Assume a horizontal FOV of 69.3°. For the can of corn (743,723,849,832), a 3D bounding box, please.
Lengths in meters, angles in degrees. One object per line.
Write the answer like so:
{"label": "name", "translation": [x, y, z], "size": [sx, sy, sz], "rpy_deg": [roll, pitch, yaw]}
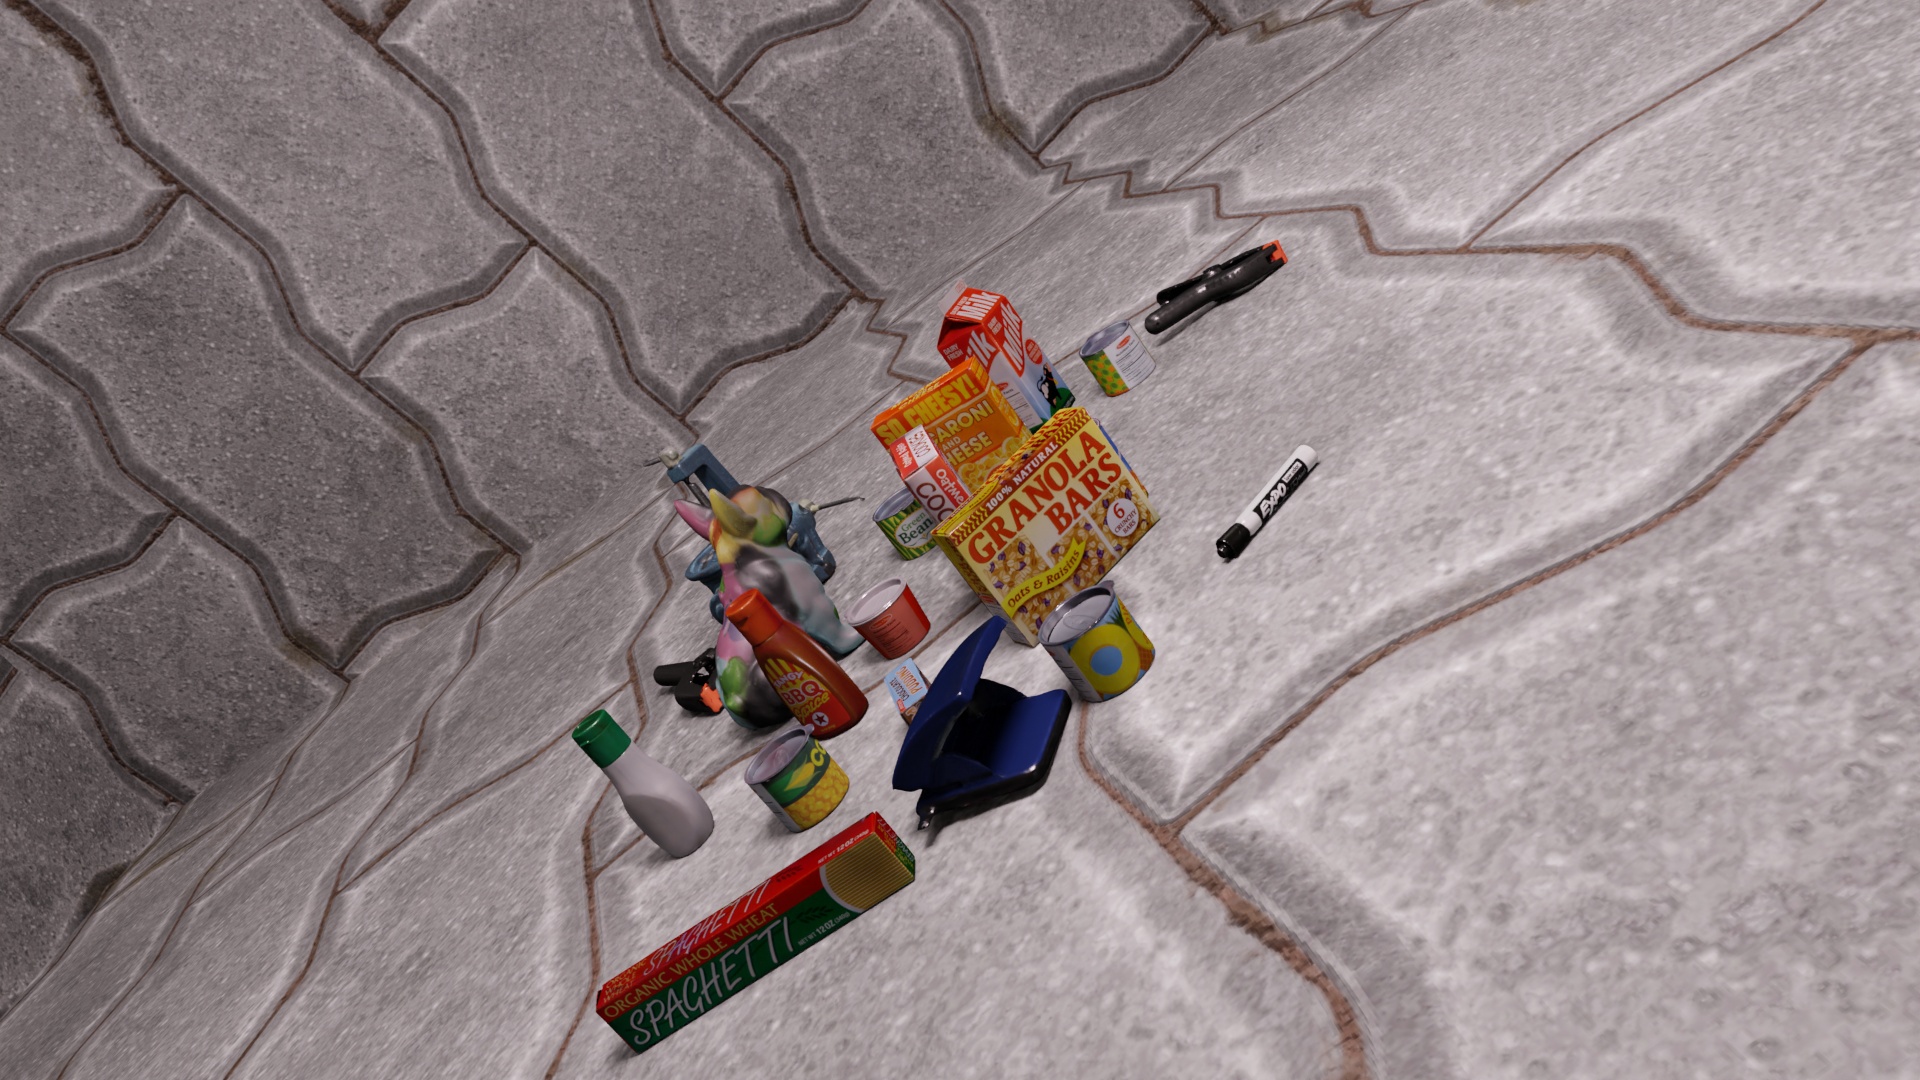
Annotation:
{"label": "can of corn", "translation": [-0.132, 0.194, 1.138], "size": [0.071, 0.058, 0.071], "rpy_deg": [-33, 19, 13]}

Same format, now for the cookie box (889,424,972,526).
{"label": "cookie box", "translation": [0.004, -0.015, 1.223], "size": [0.040, 0.167, 0.123], "rpy_deg": [-36, 18, 3]}

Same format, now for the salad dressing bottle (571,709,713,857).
{"label": "salad dressing bottle", "translation": [-0.279, 0.212, 1.221], "size": [0.064, 0.147, 0.044], "rpy_deg": [-27, 21, 30]}

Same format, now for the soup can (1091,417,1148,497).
{"label": "soup can", "translation": [0.119, -0.055, 1.244], "size": [0.071, 0.083, 0.071], "rpy_deg": [-33, 19, 13]}

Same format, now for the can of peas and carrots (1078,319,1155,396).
{"label": "can of peas and carrots", "translation": [0.173, -0.201, 1.538], "size": [0.071, 0.058, 0.071], "rpy_deg": [-33, 19, 13]}

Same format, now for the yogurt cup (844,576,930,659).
{"label": "yogurt cup", "translation": [-0.065, 0.075, 1.312], "size": [0.072, 0.054, 0.073], "rpy_deg": [-33, 19, 13]}

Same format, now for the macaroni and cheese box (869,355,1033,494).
{"label": "macaroni and cheese box", "translation": [0.009, -0.083, 1.378], "size": [0.123, 0.166, 0.040], "rpy_deg": [-30, 20, 22]}

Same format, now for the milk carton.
{"label": "milk carton", "translation": [0.042, -0.205, 1.575], "size": [0.073, 0.190, 0.073], "rpy_deg": [-23, 23, 37]}

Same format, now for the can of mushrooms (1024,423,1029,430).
{"label": "can of mushrooms", "translation": [0.055, -0.097, 1.539], "size": [0.071, 0.033, 0.071], "rpy_deg": [-33, 19, 13]}

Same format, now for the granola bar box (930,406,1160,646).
{"label": "granola bar box", "translation": [0.073, -0.013, 1.161], "size": [0.166, 0.124, 0.039], "rpy_deg": [-44, 19, -20]}

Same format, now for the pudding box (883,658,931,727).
{"label": "pudding box", "translation": [-0.032, 0.133, 1.118], "size": [0.030, 0.049, 0.084], "rpy_deg": [-37, 18, 0]}

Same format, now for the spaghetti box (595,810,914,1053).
{"label": "spaghetti box", "translation": [-0.146, 0.277, 0.977], "size": [0.250, 0.050, 0.029], "rpy_deg": [-34, 18, 9]}

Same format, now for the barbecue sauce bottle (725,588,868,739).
{"label": "barbecue sauce bottle", "translation": [-0.149, 0.108, 1.233], "size": [0.064, 0.148, 0.044], "rpy_deg": [-26, 21, 31]}

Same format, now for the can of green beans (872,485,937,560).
{"label": "can of green beans", "translation": [-0.053, -0.021, 1.513], "size": [0.071, 0.057, 0.071], "rpy_deg": [-33, 19, 13]}

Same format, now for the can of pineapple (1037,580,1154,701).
{"label": "can of pineapple", "translation": [0.101, 0.073, 1.009], "size": [0.071, 0.057, 0.071], "rpy_deg": [-33, 19, 13]}
